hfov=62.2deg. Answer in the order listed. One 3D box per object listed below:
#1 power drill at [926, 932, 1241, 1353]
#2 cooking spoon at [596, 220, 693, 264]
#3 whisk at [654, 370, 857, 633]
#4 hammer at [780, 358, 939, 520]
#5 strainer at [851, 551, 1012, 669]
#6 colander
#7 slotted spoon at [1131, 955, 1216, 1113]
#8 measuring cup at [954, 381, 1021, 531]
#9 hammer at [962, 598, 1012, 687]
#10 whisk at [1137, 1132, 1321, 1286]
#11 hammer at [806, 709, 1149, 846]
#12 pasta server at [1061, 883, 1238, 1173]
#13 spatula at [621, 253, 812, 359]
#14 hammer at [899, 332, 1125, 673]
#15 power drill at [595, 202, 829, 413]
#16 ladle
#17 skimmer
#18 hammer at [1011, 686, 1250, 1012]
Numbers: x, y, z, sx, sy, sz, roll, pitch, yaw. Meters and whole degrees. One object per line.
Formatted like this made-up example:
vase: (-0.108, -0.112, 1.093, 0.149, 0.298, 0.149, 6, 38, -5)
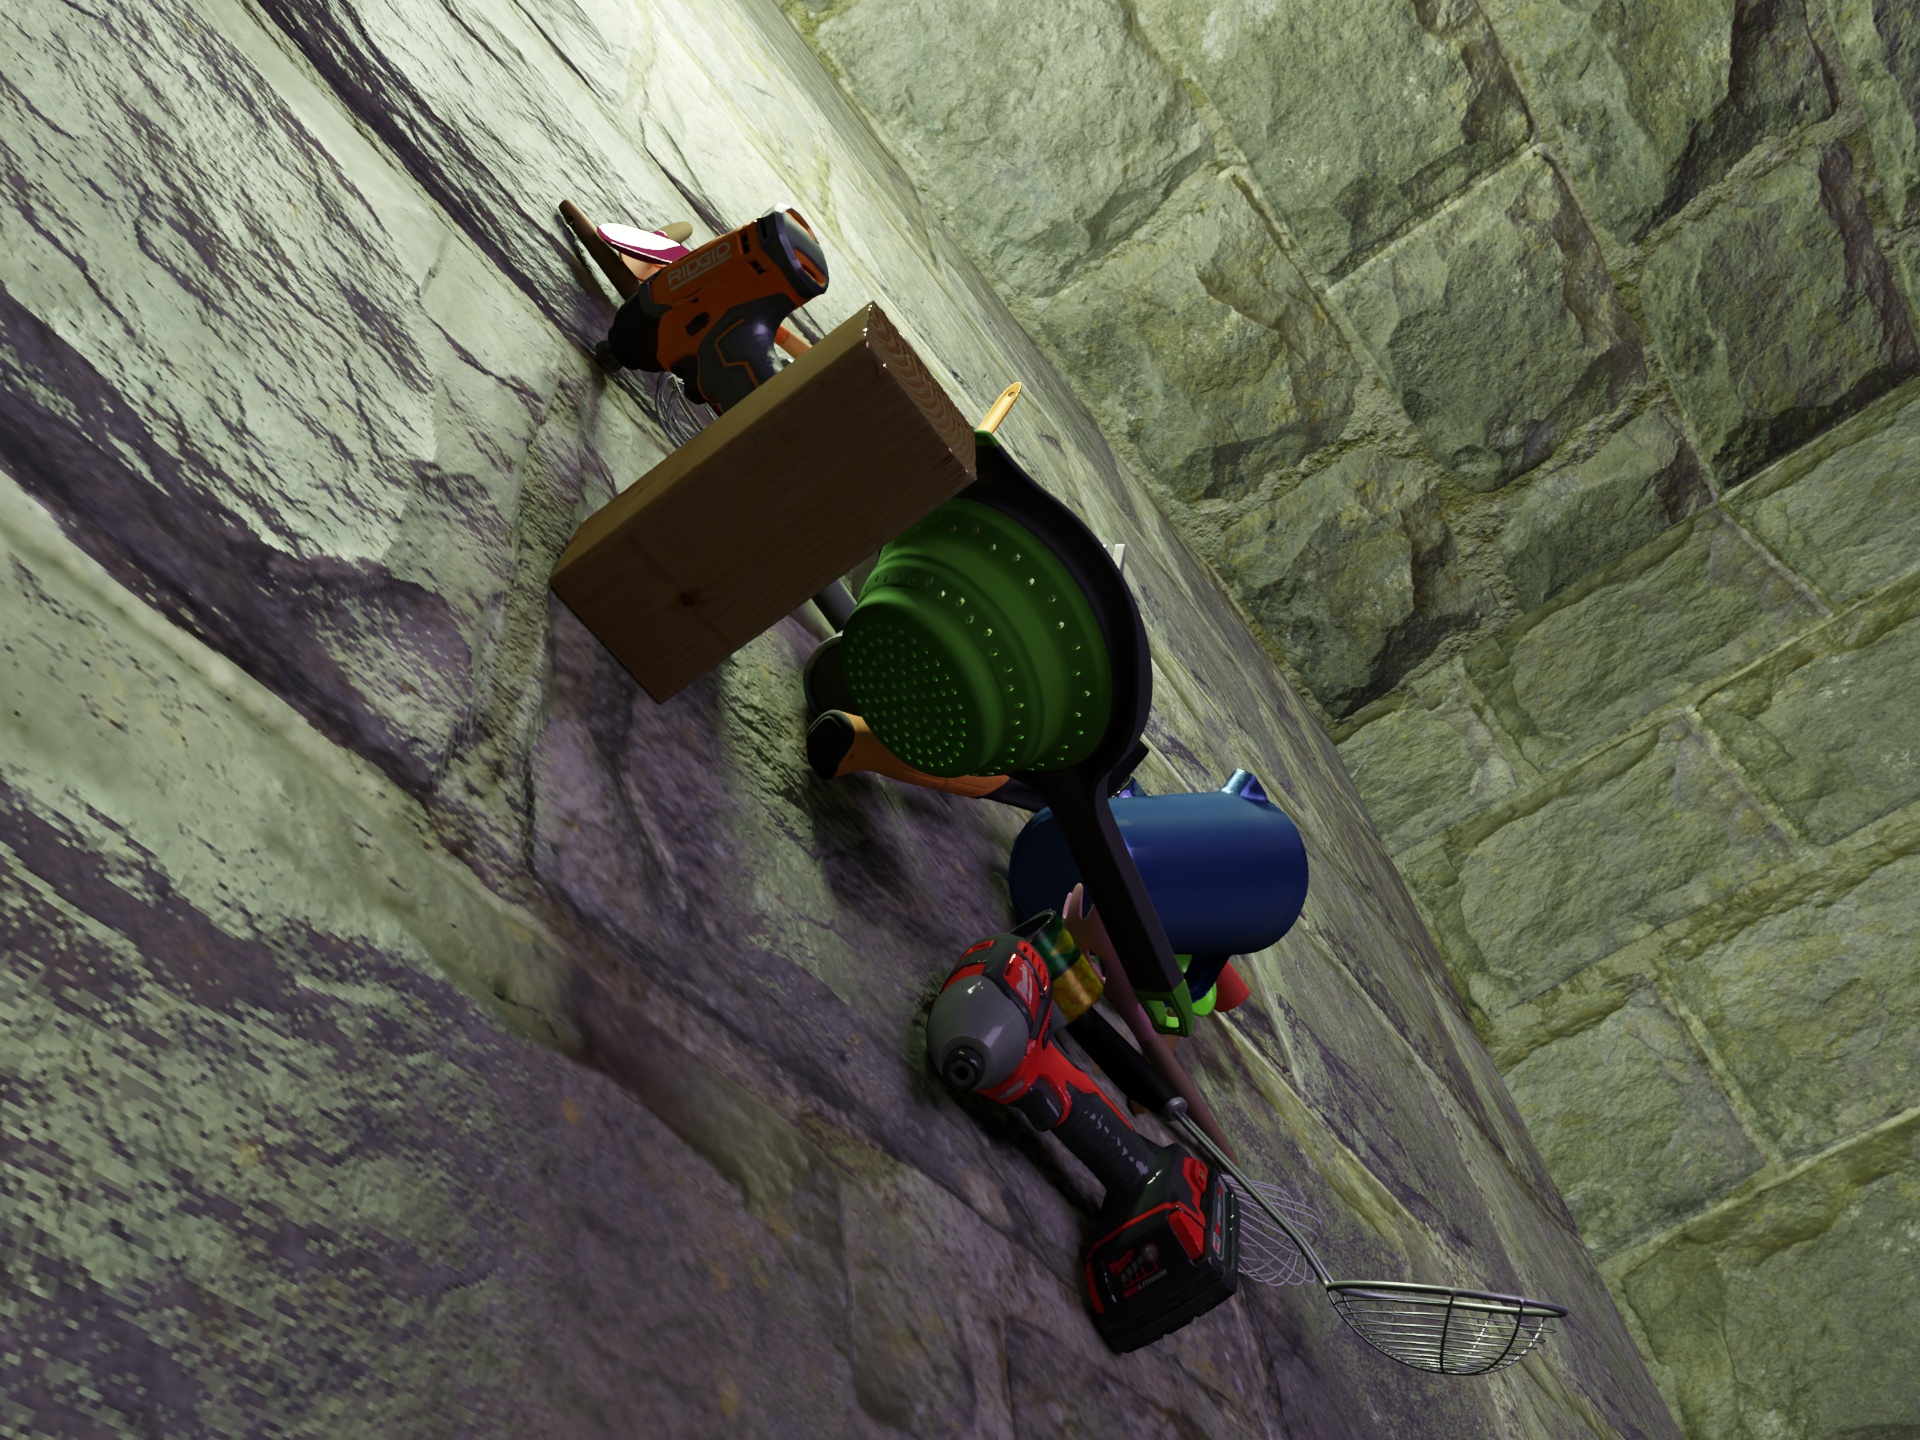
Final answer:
power drill: (0.062, 0.231, 0.891, 0.219, 0.078, 0.143, 53, 16, -3)
cooking spoon: (-0.229, -0.371, 1.227, 0.068, 0.017, 0.319, 17, 18, -9)
whisk: (-0.130, -0.140, 1.102, 0.058, 0.059, 0.246, -49, 115, -33)
hammer: (-0.049, -0.180, 1.291, 0.128, 0.033, 0.331, 38, 9, -48)
strainer: (-0.070, -0.118, 1.215, 0.257, 0.069, 0.151, 47, 4, 26)
colander: (0.033, 0.037, 0.916, 0.094, 0.204, 0.397, -36, 109, -35)
slotted spoon: (0.164, 0.242, 1.253, 0.070, 0.031, 0.314, 56, 18, 0)
measuring cup: (0.021, -0.215, 1.382, 0.052, 0.095, 0.174, 50, 61, -40)
hammer: (-0.002, -0.121, 1.429, 0.130, 0.031, 0.331, 42, 16, -12)
whisk: (0.153, 0.308, 1.046, 0.284, 0.070, 0.070, 39, 23, -35)
hammer: (0.012, 0.032, 1.078, 0.034, 0.127, 0.336, 48, 16, 29)
pasta server: (0.142, 0.227, 1.111, 0.040, 0.060, 0.315, -55, 133, -27)
spatula: (-0.131, -0.288, 1.281, 0.322, 0.041, 0.081, 33, 17, -37)
hammer: (0.040, -0.184, 1.308, 0.410, 0.038, 0.146, 46, 52, -51)
power drill: (-0.148, -0.191, 0.979, 0.084, 0.164, 0.227, 30, 43, -58)
ladle: (-0.186, -0.248, 1.135, 0.315, 0.069, 0.031, 52, 36, 1)
skimmer: (0.192, 0.258, 0.970, 0.364, 0.090, 0.127, 42, 1, 36)
hammer: (0.159, 0.102, 1.407, 0.359, 0.037, 0.149, 59, -17, -8)
